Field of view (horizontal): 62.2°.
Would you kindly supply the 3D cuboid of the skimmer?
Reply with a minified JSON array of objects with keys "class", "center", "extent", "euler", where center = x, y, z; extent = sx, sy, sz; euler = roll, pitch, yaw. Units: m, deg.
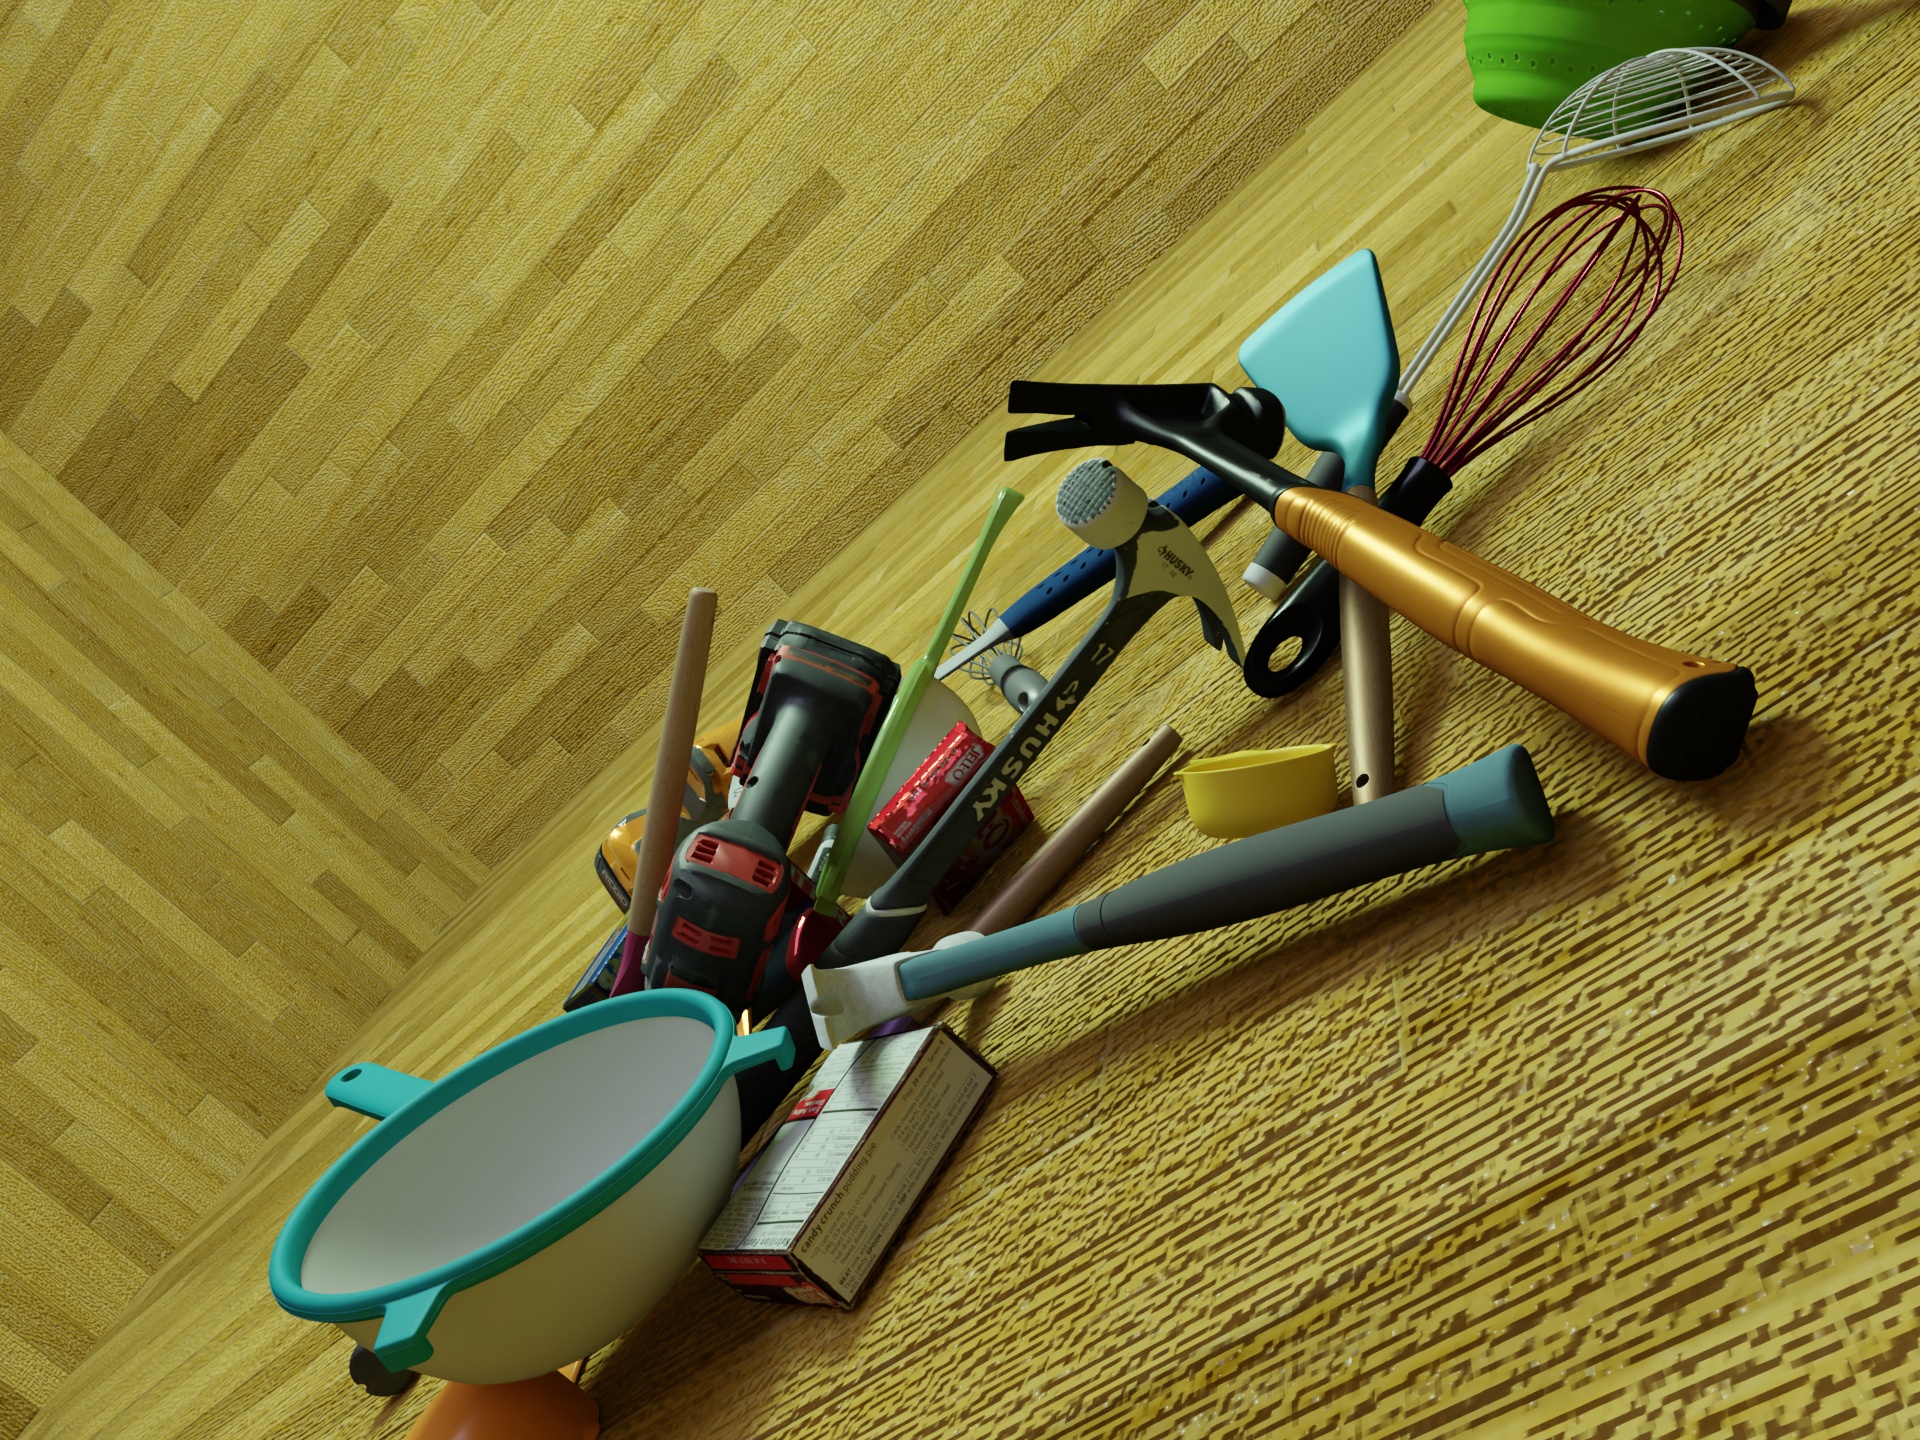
[{"class":"skimmer","center":[0.284,-0.199,0.828],"extent":[0.363,0.090,0.127],"euler":[-55,12,2]}]

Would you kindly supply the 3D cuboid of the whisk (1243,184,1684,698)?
[{"class":"whisk","center":[0.224,-0.127,0.720],"extent":[0.296,0.073,0.073],"euler":[-51,12,-4]}]

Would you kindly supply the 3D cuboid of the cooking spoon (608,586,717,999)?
[{"class":"cooking spoon","center":[-0.162,0.086,0.829],"extent":[0.069,0.017,0.319],"euler":[-64,-14,-77]}]

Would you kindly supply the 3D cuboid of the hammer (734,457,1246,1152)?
[{"class":"hammer","center":[-0.016,0.073,0.761],"extent":[0.409,0.149,0.036],"euler":[-52,45,6]}]

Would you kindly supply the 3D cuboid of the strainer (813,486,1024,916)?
[{"class":"strainer","center":[-0.001,-0.003,0.900],"extent":[0.151,0.069,0.256],"euler":[-61,-4,-85]}]

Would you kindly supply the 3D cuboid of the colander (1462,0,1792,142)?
[{"class":"colander","center":[0.398,-0.376,0.877],"extent":[0.397,0.204,0.094],"euler":[-131,51,-63]}]

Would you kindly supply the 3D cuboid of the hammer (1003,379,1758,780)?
[{"class":"hammer","center":[0.132,-0.065,0.554],"extent":[0.337,0.127,0.034],"euler":[-131,42,-57]}]

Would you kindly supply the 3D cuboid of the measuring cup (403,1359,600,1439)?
[{"class":"measuring cup","center":[-0.202,0.297,0.716],"extent":[0.095,0.052,0.174],"euler":[-41,14,16]}]

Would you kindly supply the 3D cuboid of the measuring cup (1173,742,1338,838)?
[{"class":"measuring cup","center":[0.113,0.028,0.641],"extent":[0.062,0.029,0.156],"euler":[-10,-1,1]}]

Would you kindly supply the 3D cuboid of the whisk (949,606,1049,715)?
[{"class":"whisk","center":[0.032,-0.036,1.081],"extent":[0.055,0.055,0.239],"euler":[-44,17,3]}]

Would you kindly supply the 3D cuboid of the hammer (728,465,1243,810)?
[{"class":"hammer","center":[0.019,-0.056,1.036],"extent":[0.405,0.035,0.144],"euler":[-34,21,1]}]

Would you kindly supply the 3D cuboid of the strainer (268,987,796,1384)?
[{"class":"strainer","center":[-0.215,0.216,0.735],"extent":[0.211,0.095,0.340],"euler":[-35,17,-34]}]

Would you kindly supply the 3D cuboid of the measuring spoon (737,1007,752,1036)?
[{"class":"measuring spoon","center":[-0.125,0.178,0.869],"extent":[0.021,0.011,0.117],"euler":[-34,35,16]}]

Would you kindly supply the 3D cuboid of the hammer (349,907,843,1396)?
[{"class":"hammer","center":[-0.214,0.246,0.970],"extent":[0.386,0.038,0.143],"euler":[-43,10,9]}]

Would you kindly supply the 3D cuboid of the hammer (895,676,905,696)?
[{"class":"hammer","center":[-0.178,0.121,1.212],"extent":[0.410,0.038,0.146],"euler":[-48,-17,12]}]

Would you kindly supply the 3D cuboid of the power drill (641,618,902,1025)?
[{"class":"power drill","center":[-0.112,0.076,0.858],"extent":[0.227,0.080,0.187],"euler":[-71,2,-47]}]

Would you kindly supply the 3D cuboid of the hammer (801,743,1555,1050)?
[{"class":"hammer","center":[0.061,0.069,0.572],"extent":[0.128,0.033,0.331],"euler":[-8,-12,-45]}]

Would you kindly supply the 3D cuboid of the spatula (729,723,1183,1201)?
[{"class":"spatula","center":[-0.006,0.119,0.750],"extent":[0.316,0.018,0.060],"euler":[-47,11,-4]}]

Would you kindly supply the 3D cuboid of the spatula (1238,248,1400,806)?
[{"class":"spatula","center":[0.157,-0.081,0.657],"extent":[0.082,0.044,0.318],"euler":[-35,30,36]}]

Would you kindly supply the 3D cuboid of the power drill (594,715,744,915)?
[{"class":"power drill","center":[-0.182,0.060,1.279],"extent":[0.185,0.084,0.226],"euler":[-27,-14,-43]}]
